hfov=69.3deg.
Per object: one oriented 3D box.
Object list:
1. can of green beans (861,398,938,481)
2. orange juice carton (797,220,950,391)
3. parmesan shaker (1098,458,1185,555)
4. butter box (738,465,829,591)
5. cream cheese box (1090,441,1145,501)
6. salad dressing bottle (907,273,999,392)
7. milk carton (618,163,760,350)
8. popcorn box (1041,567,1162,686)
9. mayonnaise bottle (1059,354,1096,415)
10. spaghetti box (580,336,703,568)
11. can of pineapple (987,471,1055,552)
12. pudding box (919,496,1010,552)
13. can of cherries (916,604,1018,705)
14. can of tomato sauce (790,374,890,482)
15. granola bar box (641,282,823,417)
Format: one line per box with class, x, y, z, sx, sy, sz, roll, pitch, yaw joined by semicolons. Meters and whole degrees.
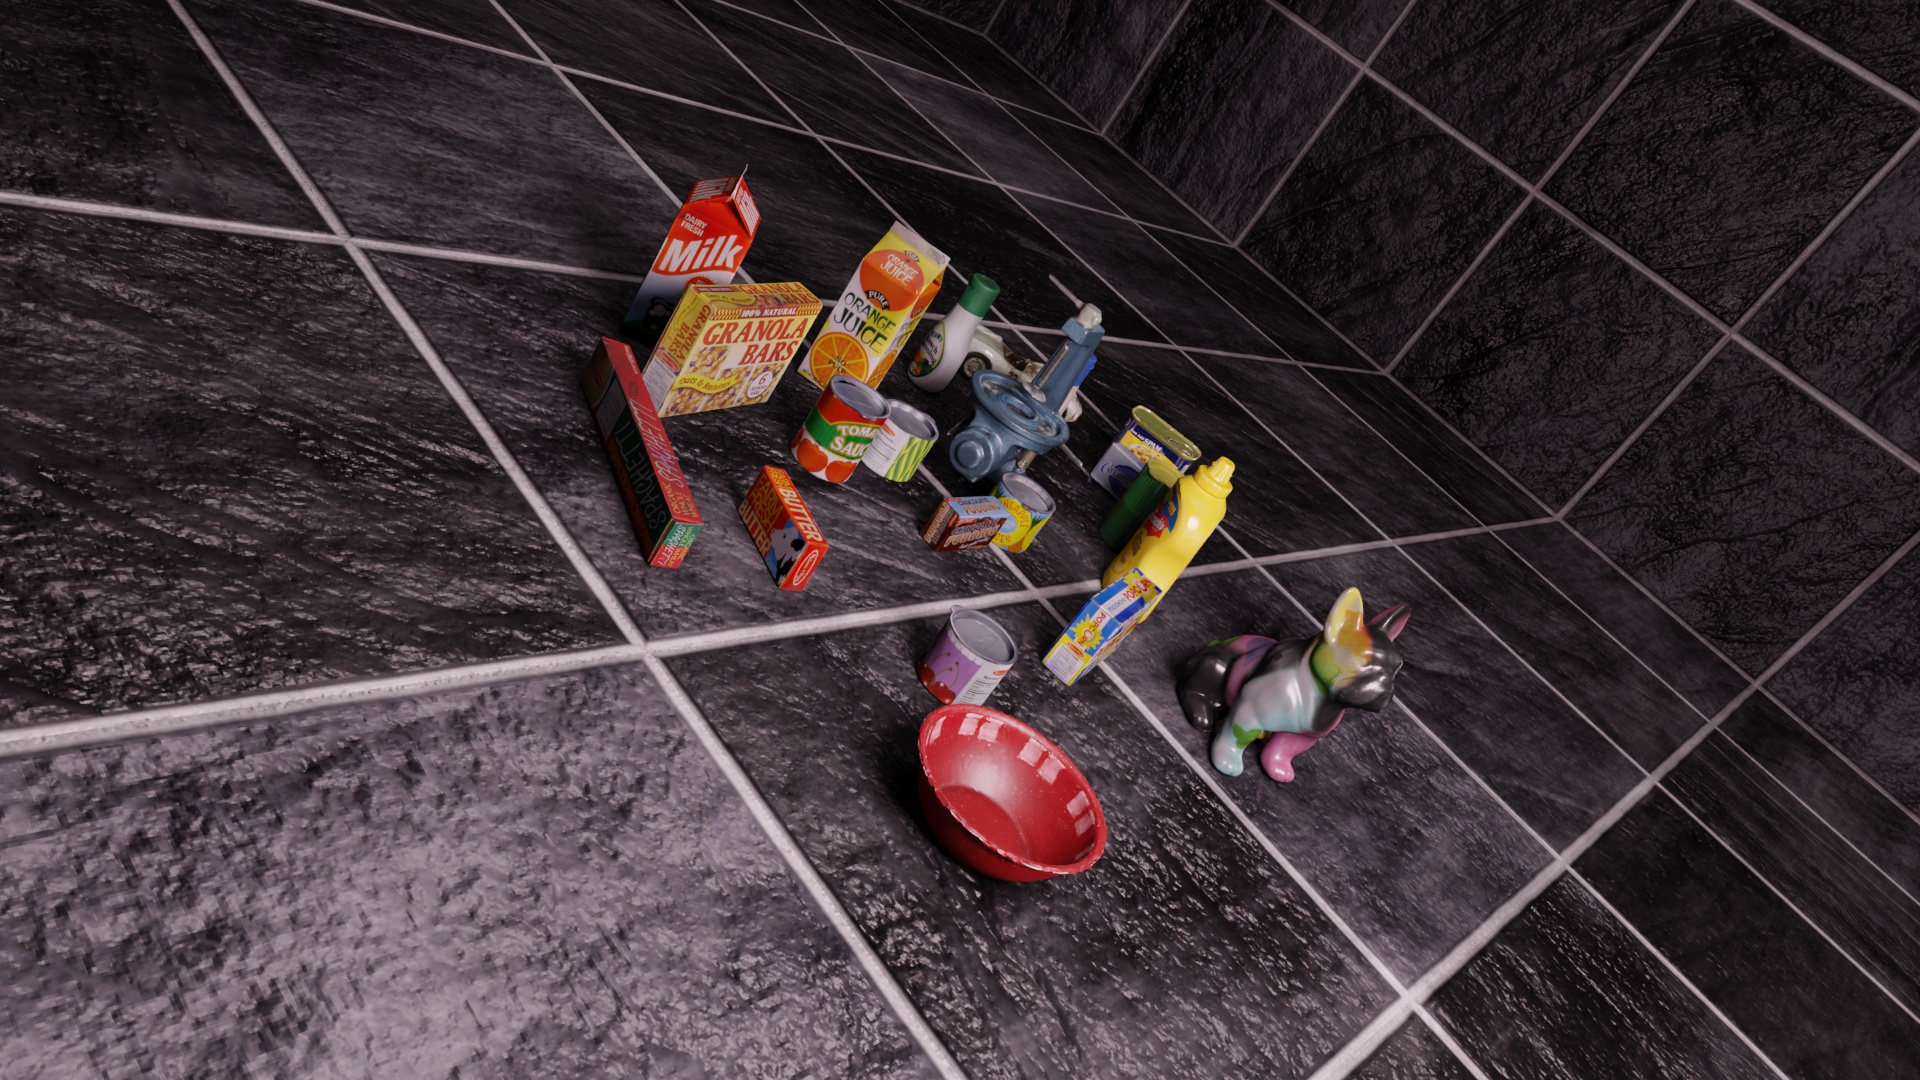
can of green beans;-0.065;-0.102;1.419;0.071;0.057;0.071;28;27;-15
orange juice carton;-0.088;-0.240;1.472;0.072;0.192;0.073;37;25;4
parmesan shaker;0.209;-0.034;1.575;0.071;0.102;0.071;28;26;-15
butter box;-0.150;-0.011;1.169;0.024;0.053;0.104;10;35;-42
cream cheese box;0.212;-0.068;1.695;0.104;0.053;0.024;44;27;18
salad dressing bottle;-0.007;-0.243;1.625;0.044;0.147;0.064;15;32;-36
milk carton;-0.252;-0.272;1.336;0.073;0.189;0.073;27;26;-16
popcorn box;0.135;0.080;1.314;0.038;0.085;0.127;41;26;13
mayonnaise bottle;0.103;-0.162;1.618;0.041;0.147;0.065;32;26;-7
spaghetti box;-0.267;-0.076;1.146;0.029;0.050;0.251;12;34;-39
can of pineapple;0.055;-0.029;1.436;0.071;0.057;0.071;28;27;-15
pudding box;0.005;-0.017;1.367;0.084;0.049;0.030;-3;45;-52
can of cherries;0.004;0.098;1.160;0.071;0.058;0.072;28;27;-15
can of tomato sauce;-0.115;-0.106;1.337;0.071;0.082;0.071;28;26;-15
granola bar box;-0.216;-0.181;1.299;0.039;0.123;0.166;43;27;15
